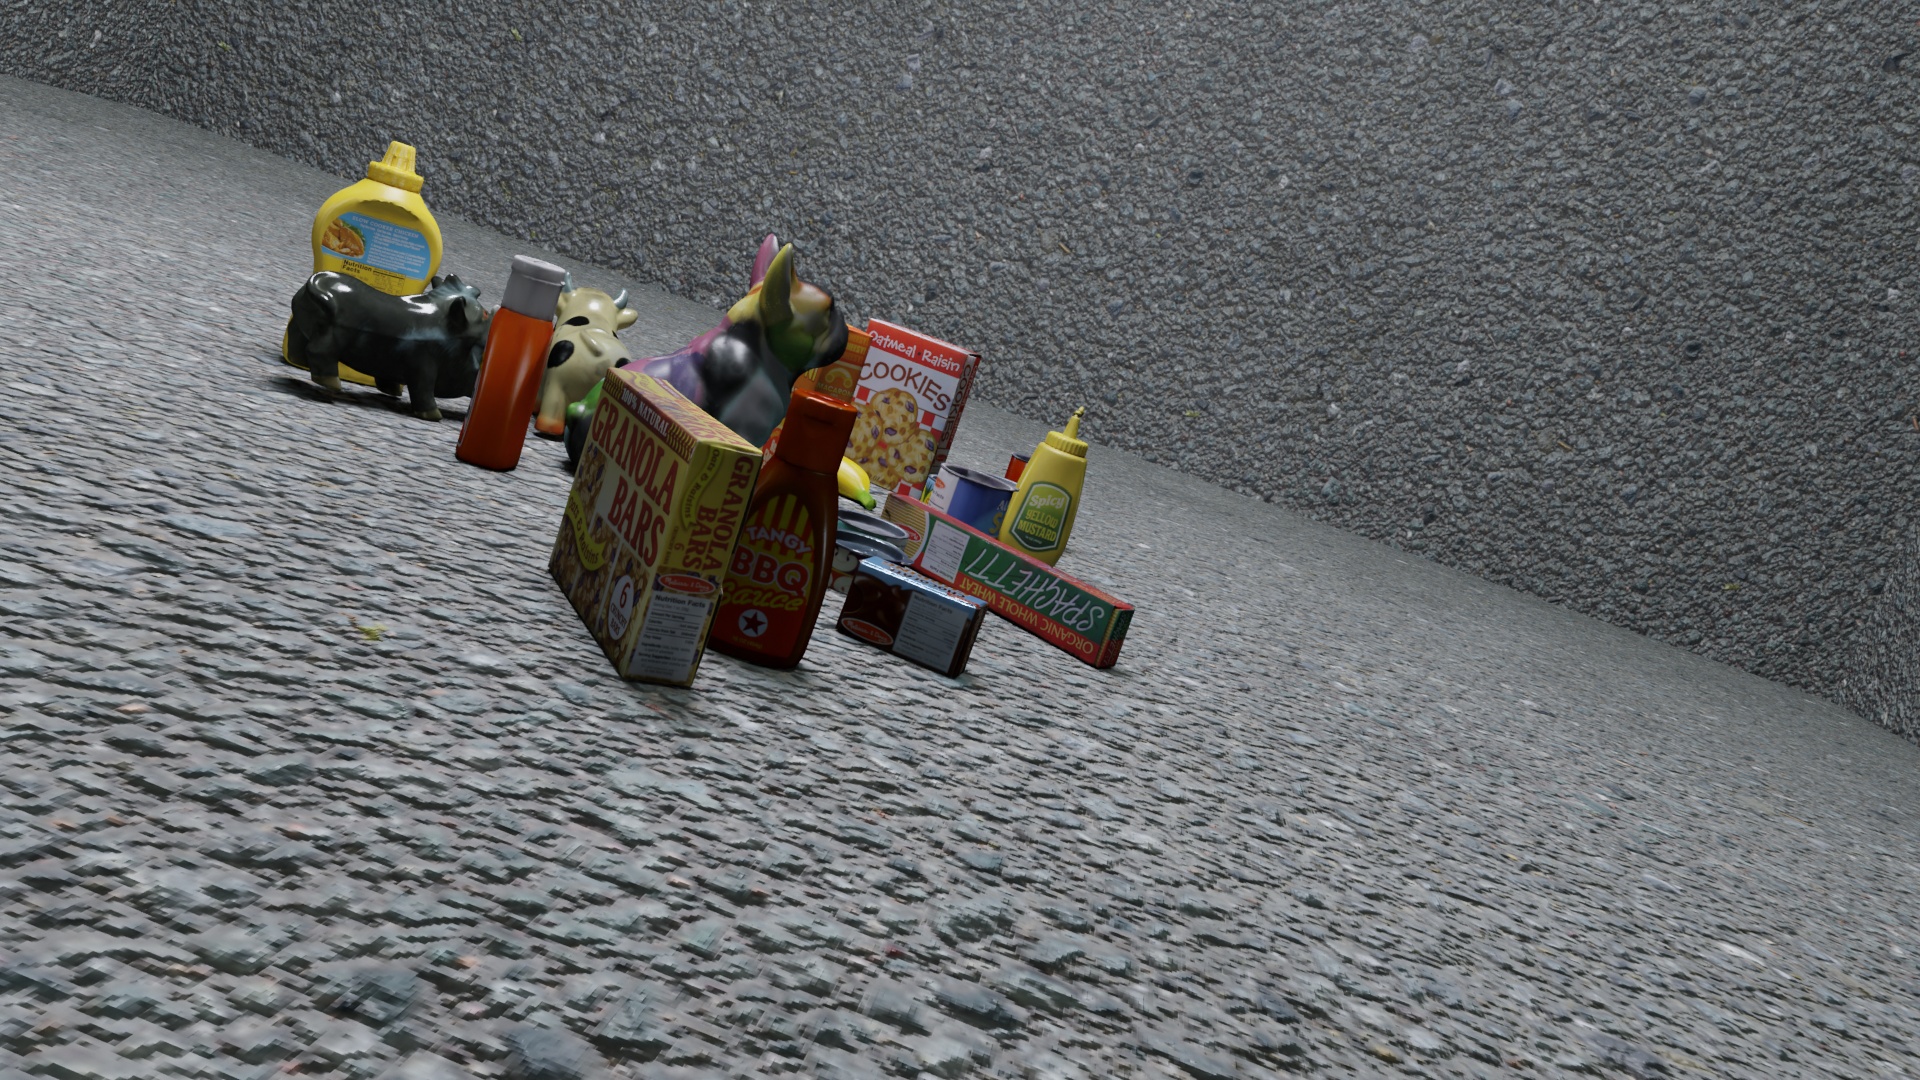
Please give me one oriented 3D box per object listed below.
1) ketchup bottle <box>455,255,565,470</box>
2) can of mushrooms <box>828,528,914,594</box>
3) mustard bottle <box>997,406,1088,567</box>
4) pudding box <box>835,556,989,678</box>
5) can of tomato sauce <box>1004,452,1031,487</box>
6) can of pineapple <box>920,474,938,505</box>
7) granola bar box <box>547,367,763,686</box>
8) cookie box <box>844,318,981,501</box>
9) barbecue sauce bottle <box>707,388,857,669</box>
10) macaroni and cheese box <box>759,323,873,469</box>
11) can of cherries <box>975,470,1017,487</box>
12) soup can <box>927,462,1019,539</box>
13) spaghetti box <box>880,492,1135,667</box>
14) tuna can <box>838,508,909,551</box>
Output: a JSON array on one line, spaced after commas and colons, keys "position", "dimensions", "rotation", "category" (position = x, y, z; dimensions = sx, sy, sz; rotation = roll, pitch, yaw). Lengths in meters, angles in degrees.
[{"position": [-0.319, -0.127, 0.992], "dimensions": [0.043, 0.148, 0.065], "rotation": [17, 9, -13], "category": "ketchup bottle"}, {"position": [-0.071, 0.018, 1.001], "dimensions": [0.071, 0.033, 0.071], "rotation": [18, 10, -3], "category": "can of mushrooms"}, {"position": [0.082, -0.049, 1.286], "dimensions": [0.065, 0.160, 0.049], "rotation": [18, 9, -4], "category": "mustard bottle"}, {"position": [-0.030, 0.047, 0.873], "dimensions": [0.084, 0.049, 0.030], "rotation": [21, 10, 12], "category": "pudding box"}, {"position": [0.072, -0.042, 1.455], "dimensions": [0.071, 0.083, 0.071], "rotation": [19, 9, -3], "category": "can of tomato sauce"}, {"position": [-0.008, -0.023, 1.275], "dimensions": [0.071, 0.057, 0.071], "rotation": [18, 10, -3], "category": "can of pineapple"}, {"position": [-0.164, -0.013, 0.730], "dimensions": [0.039, 0.124, 0.166], "rotation": [13, 11, -32], "category": "granola bar box"}, {"position": [-0.063, -0.140, 1.489], "dimensions": [0.123, 0.167, 0.040], "rotation": [23, 10, 20], "category": "cookie box"}, {"position": [-0.096, -0.008, 0.761], "dimensions": [0.065, 0.148, 0.044], "rotation": [19, 9, -3], "category": "barbecue sauce bottle"}, {"position": [-0.141, -0.114, 1.204], "dimensions": [0.040, 0.166, 0.124], "rotation": [13, 11, -31], "category": "macaroni and cheese box"}, {"position": [0.032, -0.033, 1.399], "dimensions": [0.071, 0.058, 0.071], "rotation": [18, 10, -3], "category": "can of cherries"}, {"position": [0.004, -0.015, 1.176], "dimensions": [0.071, 0.083, 0.071], "rotation": [19, 9, -3], "category": "soup can"}, {"position": [0.028, 0.028, 1.087], "dimensions": [0.250, 0.050, 0.029], "rotation": [27, 12, 38], "category": "spaghetti box"}, {"position": [-0.078, 0.000, 1.091], "dimensions": [0.071, 0.032, 0.071], "rotation": [18, 10, -3], "category": "tuna can"}]
